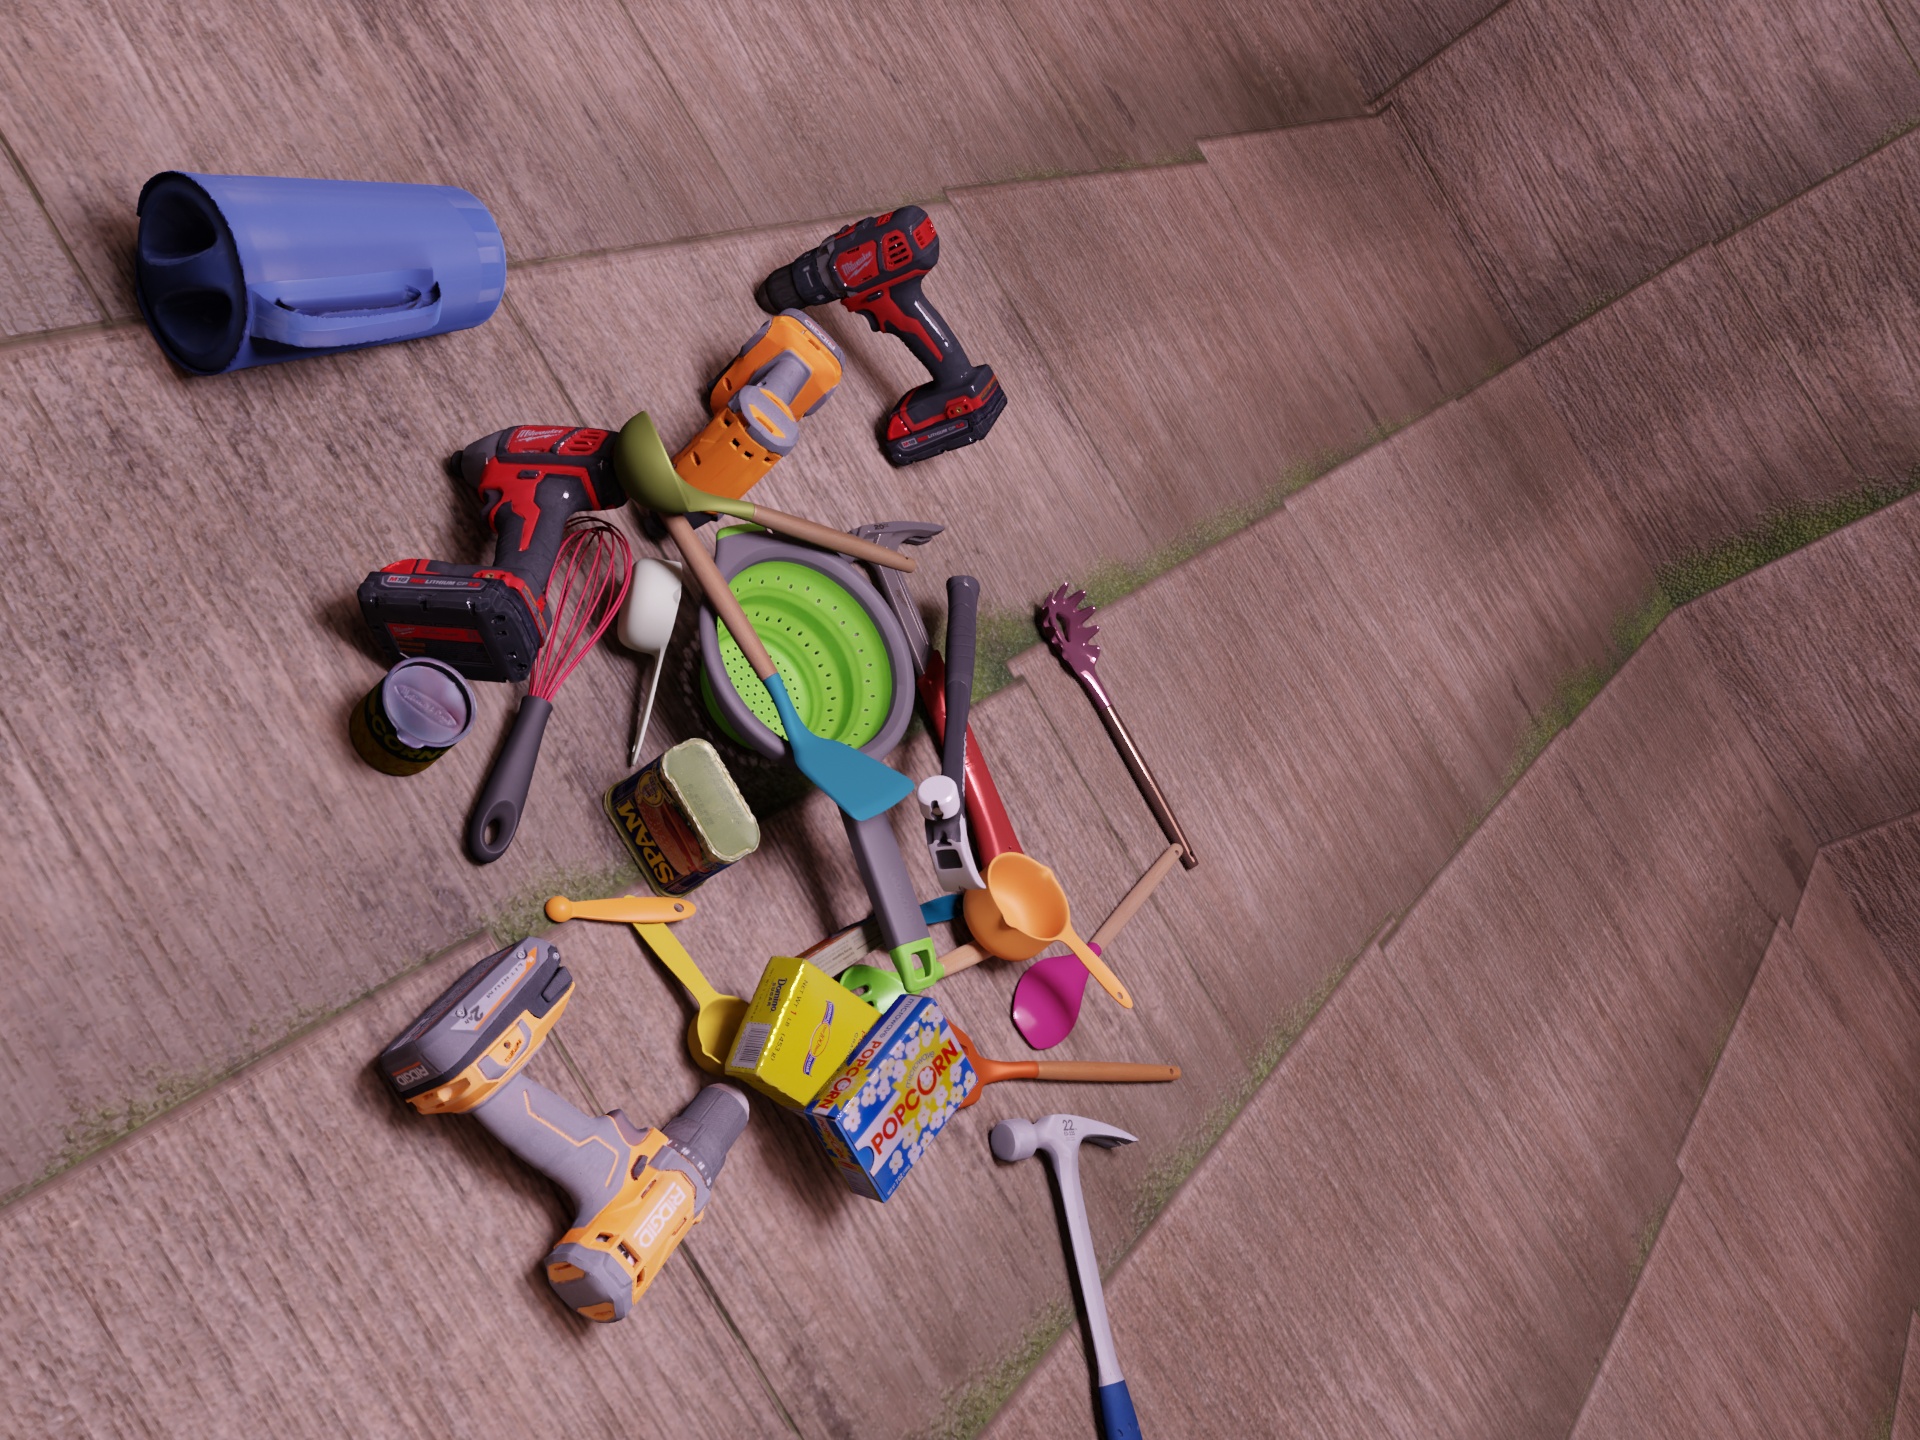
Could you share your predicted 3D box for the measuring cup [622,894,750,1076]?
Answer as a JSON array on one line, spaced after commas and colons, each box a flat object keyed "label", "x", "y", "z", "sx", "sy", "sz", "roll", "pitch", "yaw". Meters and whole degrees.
[{"label": "measuring cup", "x": -0.204, "y": 0.195, "z": 1.170, "sx": 0.156, "sy": 0.029, "sz": 0.062, "roll": 50, "pitch": 41, "yaw": 8}]

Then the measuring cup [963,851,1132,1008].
[{"label": "measuring cup", "x": 0.074, "y": 0.194, "z": 1.370, "sx": 0.173, "sy": 0.052, "sz": 0.095, "roll": 47, "pitch": 35, "yaw": -1}]

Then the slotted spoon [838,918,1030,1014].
[{"label": "slotted spoon", "x": -0.002, "y": 0.206, "z": 1.349, "sx": 0.313, "sy": 0.031, "sz": 0.070, "roll": -17, "pitch": 82, "yaw": -49}]

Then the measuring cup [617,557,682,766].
[{"label": "measuring cup", "x": -0.252, "y": -0.048, "z": 1.238, "sx": 0.038, "sy": 0.083, "sz": 0.168, "roll": 14, "pitch": 74, "yaw": -18}]

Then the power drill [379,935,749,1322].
[{"label": "power drill", "x": -0.246, "y": 0.251, "z": 1.053, "sx": 0.226, "sy": 0.084, "sz": 0.185, "roll": 54, "pitch": 40, "yaw": -11}]

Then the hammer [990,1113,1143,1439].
[{"label": "hammer", "x": 0.124, "y": 0.521, "z": 1.280, "sx": 0.144, "sy": 0.035, "sz": 0.406, "roll": 7, "pitch": 63, "yaw": -41}]

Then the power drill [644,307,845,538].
[{"label": "power drill", "x": -0.189, "y": -0.247, "z": 1.354, "sx": 0.084, "sy": 0.164, "sz": 0.227, "roll": 42, "pitch": 32, "yaw": -18}]

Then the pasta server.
[{"label": "pasta server", "x": 0.165, "y": 0.008, "z": 1.615, "sx": 0.060, "sy": 0.040, "sz": 0.316, "roll": -28, "pitch": 89, "yaw": -36}]

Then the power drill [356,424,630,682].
[{"label": "power drill", "x": -0.337, "y": -0.133, "z": 1.154, "sx": 0.078, "sy": 0.143, "sz": 0.220, "roll": 80, "pitch": 20, "yaw": -47}]

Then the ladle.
[{"label": "ladle", "x": -0.140, "y": -0.167, "z": 1.255, "sx": 0.320, "sy": 0.062, "sz": 0.078, "roll": 14, "pitch": 38, "yaw": -47}]

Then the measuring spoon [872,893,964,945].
[{"label": "measuring spoon", "x": -0.035, "y": 0.168, "z": 1.352, "sx": 0.128, "sy": 0.021, "sz": 0.042, "roll": -7, "pitch": 72, "yaw": -55}]

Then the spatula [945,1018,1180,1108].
[{"label": "spatula", "x": 0.086, "y": 0.300, "z": 1.369, "sx": 0.322, "sy": 0.041, "sz": 0.081, "roll": 12, "pitch": 59, "yaw": -40}]

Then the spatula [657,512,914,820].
[{"label": "spatula", "x": -0.150, "y": -0.060, "z": 1.207, "sx": 0.317, "sy": 0.044, "sz": 0.082, "roll": 58, "pitch": 36, "yaw": 1}]

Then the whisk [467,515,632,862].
[{"label": "whisk", "x": -0.307, "y": -0.029, "z": 1.173, "sx": 0.073, "sy": 0.073, "sz": 0.296, "roll": 29, "pitch": 56, "yaw": -29}]

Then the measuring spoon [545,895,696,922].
[{"label": "measuring spoon", "x": -0.245, "y": 0.136, "z": 1.158, "sx": 0.116, "sy": 0.011, "sz": 0.021, "roll": 5, "pitch": 51, "yaw": -35}]

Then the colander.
[{"label": "colander", "x": -0.117, "y": 0.036, "z": 1.283, "sx": 0.204, "sy": 0.094, "sz": 0.397, "roll": -9, "pitch": 74, "yaw": -44}]

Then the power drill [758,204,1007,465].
[{"label": "power drill", "x": -0.074, "y": -0.363, "z": 1.527, "sx": 0.226, "sy": 0.188, "sz": 0.080, "roll": 61, "pitch": 33, "yaw": -26}]

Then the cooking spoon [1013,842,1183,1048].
[{"label": "cooking spoon", "x": 0.137, "y": 0.200, "z": 1.491, "sx": 0.068, "sy": 0.017, "sz": 0.319, "roll": 55, "pitch": 42, "yaw": -5}]

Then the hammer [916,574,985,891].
[{"label": "hammer", "x": -0.002, "y": -0.004, "z": 1.376, "sx": 0.146, "sy": 0.035, "sz": 0.335, "roll": 77, "pitch": 11, "yaw": -45}]

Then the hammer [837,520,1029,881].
[{"label": "hammer", "x": -0.010, "y": -0.018, "z": 1.463, "sx": 0.149, "sy": 0.036, "sz": 0.359, "roll": -12, "pitch": 75, "yaw": -47}]
